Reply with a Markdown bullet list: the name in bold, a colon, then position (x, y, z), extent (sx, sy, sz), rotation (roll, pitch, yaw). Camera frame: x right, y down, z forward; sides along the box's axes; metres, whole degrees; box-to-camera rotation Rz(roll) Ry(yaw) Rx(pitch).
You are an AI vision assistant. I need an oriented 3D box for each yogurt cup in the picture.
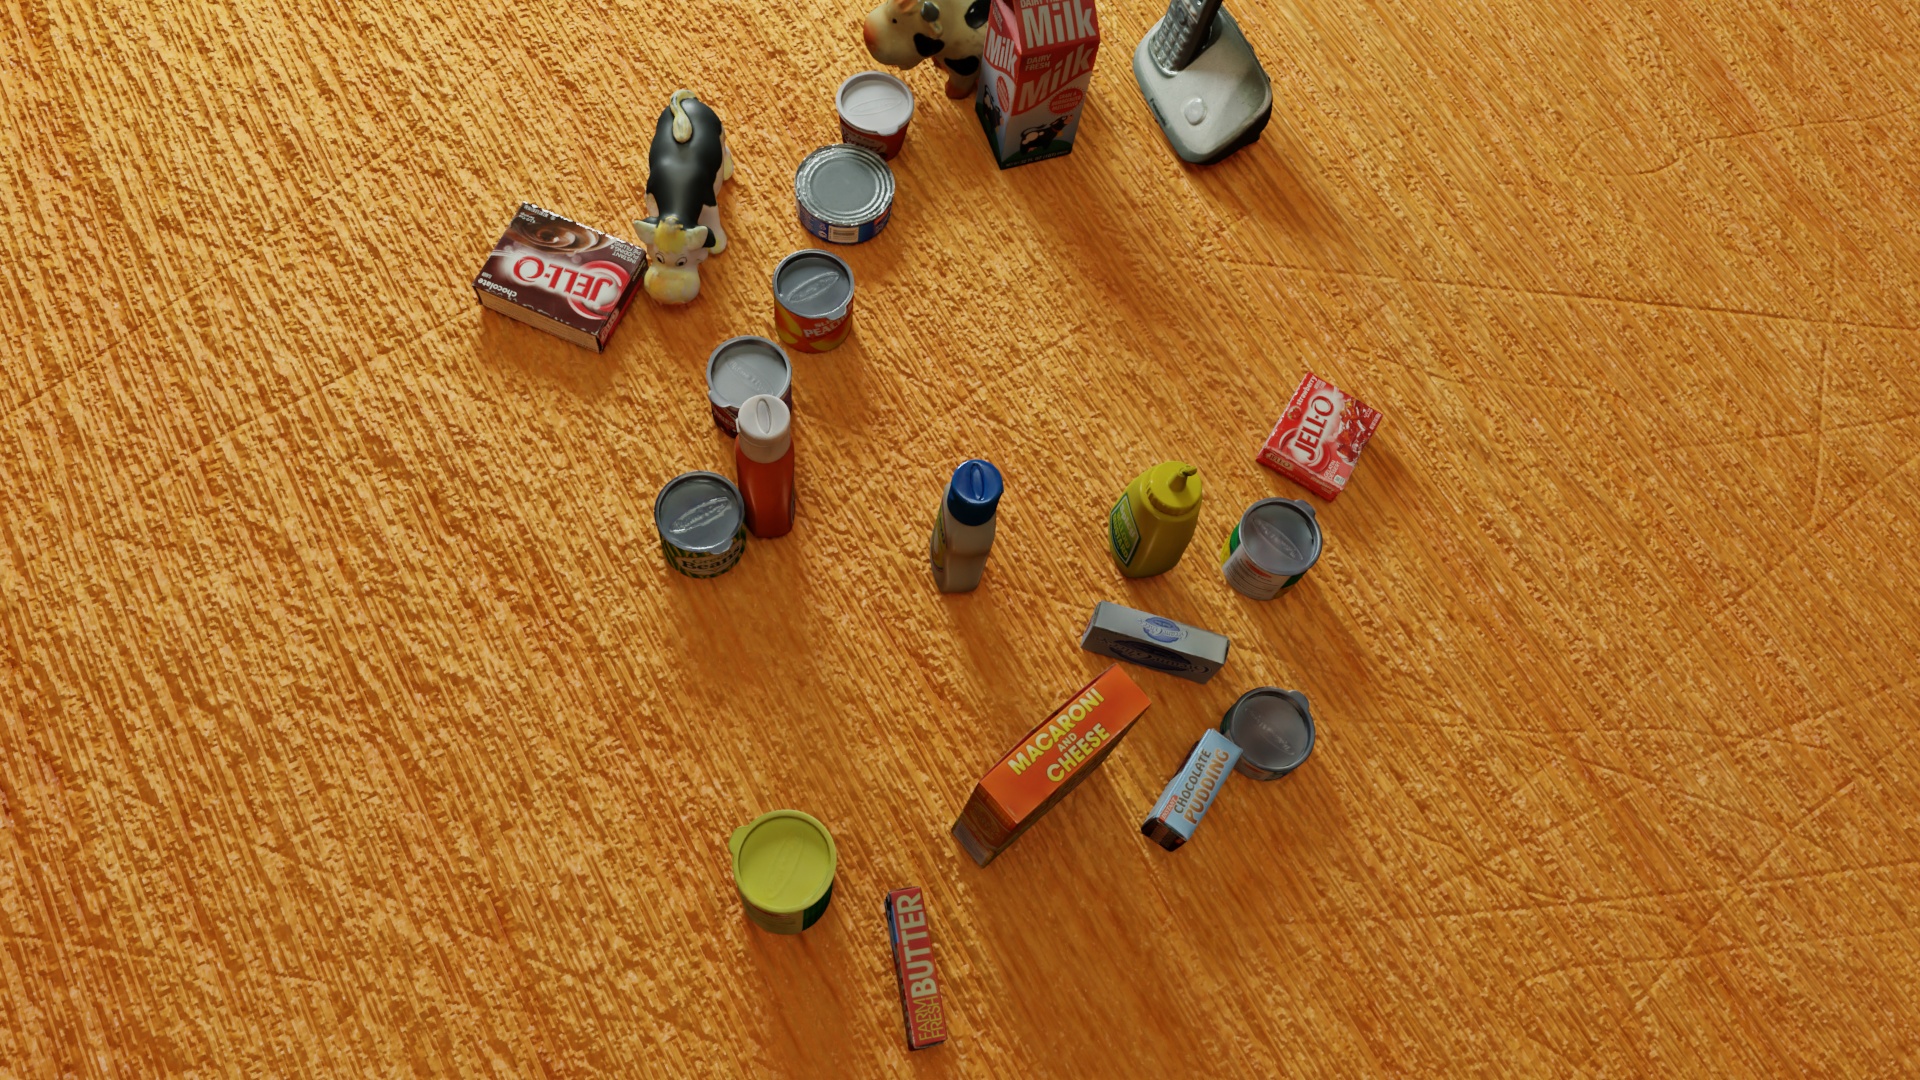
- **yogurt cup**: position (-0.076, -0.370, 1.224), extent (0.072, 0.053, 0.072), rotation (2, 67, -6)

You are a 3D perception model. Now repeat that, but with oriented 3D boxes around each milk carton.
- **milk carton**: position (0.065, -0.410, 1.184), extent (0.072, 0.189, 0.073), rotation (-16, 70, -13)

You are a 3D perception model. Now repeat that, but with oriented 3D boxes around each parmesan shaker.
- **parmesan shaker**: position (-0.120, 0.223, 0.934), extent (0.071, 0.102, 0.071), rotation (2, 67, -6)

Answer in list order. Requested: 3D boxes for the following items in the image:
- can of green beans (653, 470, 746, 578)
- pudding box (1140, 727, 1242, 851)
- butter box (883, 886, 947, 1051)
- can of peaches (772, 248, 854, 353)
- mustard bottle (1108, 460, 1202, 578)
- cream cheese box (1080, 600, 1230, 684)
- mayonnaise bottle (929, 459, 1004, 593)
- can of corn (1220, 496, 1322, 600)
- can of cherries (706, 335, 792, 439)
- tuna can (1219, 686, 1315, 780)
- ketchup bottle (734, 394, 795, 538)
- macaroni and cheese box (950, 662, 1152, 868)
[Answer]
- **can of green beans**: position (-0.196, -0.011, 1.051), extent (0.071, 0.057, 0.071), rotation (2, 67, -6)
- **pudding box**: position (0.169, 0.182, 1.015), extent (0.030, 0.049, 0.084), rotation (34, 67, 8)
- **butter box**: position (-0.031, 0.291, 0.943), extent (0.024, 0.053, 0.104), rotation (-8, 68, -10)
- **can of peaches**: position (-0.120, -0.194, 1.140), extent (0.071, 0.057, 0.071), rotation (2, 67, -6)
- **mustard bottle**: position (0.149, -0.023, 1.042), extent (0.049, 0.159, 0.065), rotation (-11, 69, -11)
- **cream cheese box**: position (0.147, 0.078, 1.056), extent (0.104, 0.053, 0.024), rotation (16, 66, 0)
- **mayonnaise bottle**: position (0.004, -0.013, 1.027), extent (0.041, 0.147, 0.065), rotation (-3, 67, -8)
- **can of corn**: position (0.246, 0.006, 1.097), extent (0.071, 0.058, 0.071), rotation (2, 67, -6)
- **can of cherries**: position (-0.169, -0.118, 1.101), extent (0.071, 0.058, 0.072), rotation (2, 67, -6)
- **tuna can**: position (0.232, 0.144, 1.049), extent (0.071, 0.032, 0.071), rotation (3, 66, -6)
- **ketchup bottle**: position (-0.145, -0.057, 1.028), extent (0.043, 0.148, 0.065), rotation (-9, 68, -10)
- **macaroni and cheese box**: position (0.058, 0.157, 0.949), extent (0.124, 0.165, 0.040), rotation (-38, 76, -20)
